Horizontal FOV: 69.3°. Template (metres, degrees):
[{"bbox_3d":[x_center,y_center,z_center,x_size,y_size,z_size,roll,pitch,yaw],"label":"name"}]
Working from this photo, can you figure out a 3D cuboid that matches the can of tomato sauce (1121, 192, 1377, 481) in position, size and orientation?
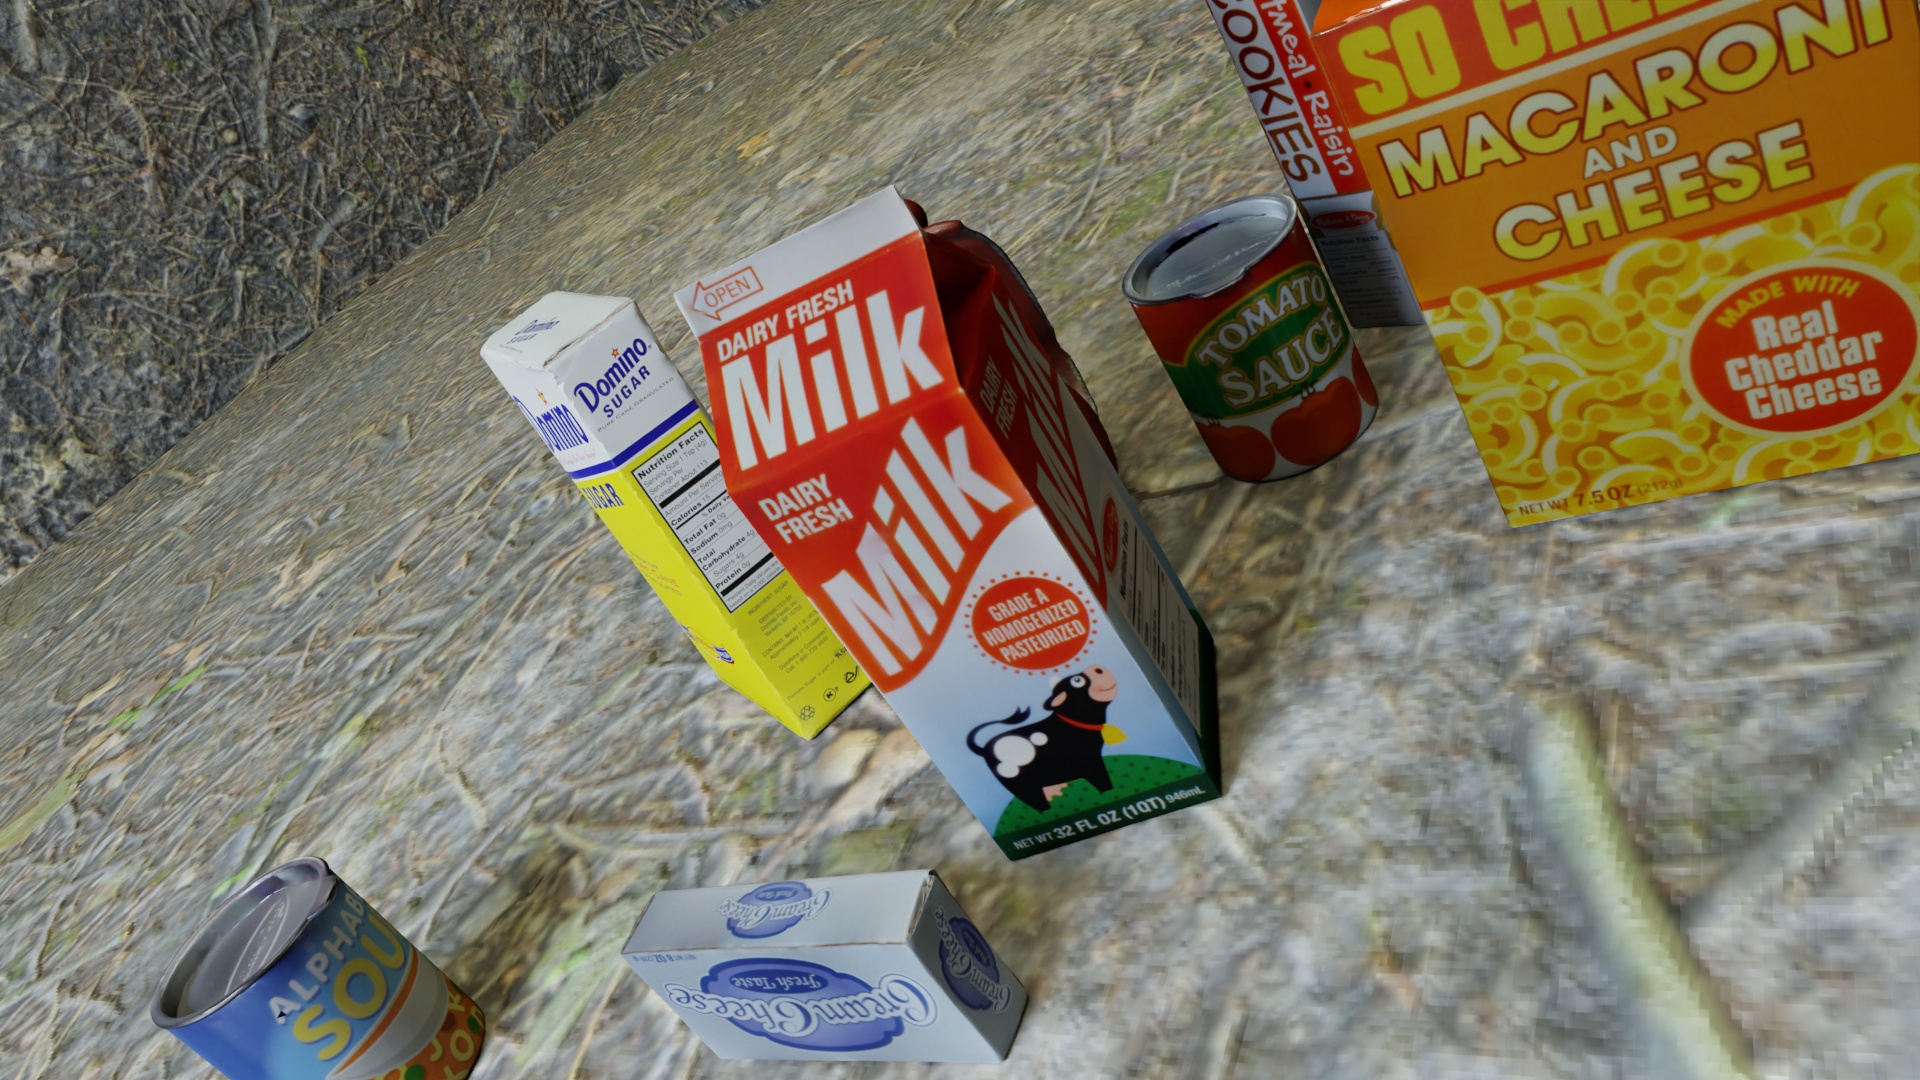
[{"bbox_3d":[0.107,-0.072,0.505,0.071,0.083,0.071,-25,28,15],"label":"can of tomato sauce"}]

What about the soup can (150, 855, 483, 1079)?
[{"bbox_3d":[-0.211,0.158,0.468,0.071,0.083,0.072,-25,28,15],"label":"soup can"}]

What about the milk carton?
[{"bbox_3d":[0.001,-0.005,0.391,0.072,0.190,0.074,-22,29,22],"label":"milk carton"}]

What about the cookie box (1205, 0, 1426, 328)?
[{"bbox_3d":[0.165,-0.187,0.539,0.040,0.167,0.123,6,46,51],"label":"cookie box"}]

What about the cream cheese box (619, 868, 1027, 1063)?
[{"bbox_3d":[-0.038,0.119,0.382,0.103,0.053,0.024,-14,33,33],"label":"cream cheese box"}]

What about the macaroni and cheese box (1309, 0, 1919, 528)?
[{"bbox_3d":[0.181,-0.087,0.361,0.123,0.166,0.040,-14,33,33],"label":"macaroni and cheese box"}]
